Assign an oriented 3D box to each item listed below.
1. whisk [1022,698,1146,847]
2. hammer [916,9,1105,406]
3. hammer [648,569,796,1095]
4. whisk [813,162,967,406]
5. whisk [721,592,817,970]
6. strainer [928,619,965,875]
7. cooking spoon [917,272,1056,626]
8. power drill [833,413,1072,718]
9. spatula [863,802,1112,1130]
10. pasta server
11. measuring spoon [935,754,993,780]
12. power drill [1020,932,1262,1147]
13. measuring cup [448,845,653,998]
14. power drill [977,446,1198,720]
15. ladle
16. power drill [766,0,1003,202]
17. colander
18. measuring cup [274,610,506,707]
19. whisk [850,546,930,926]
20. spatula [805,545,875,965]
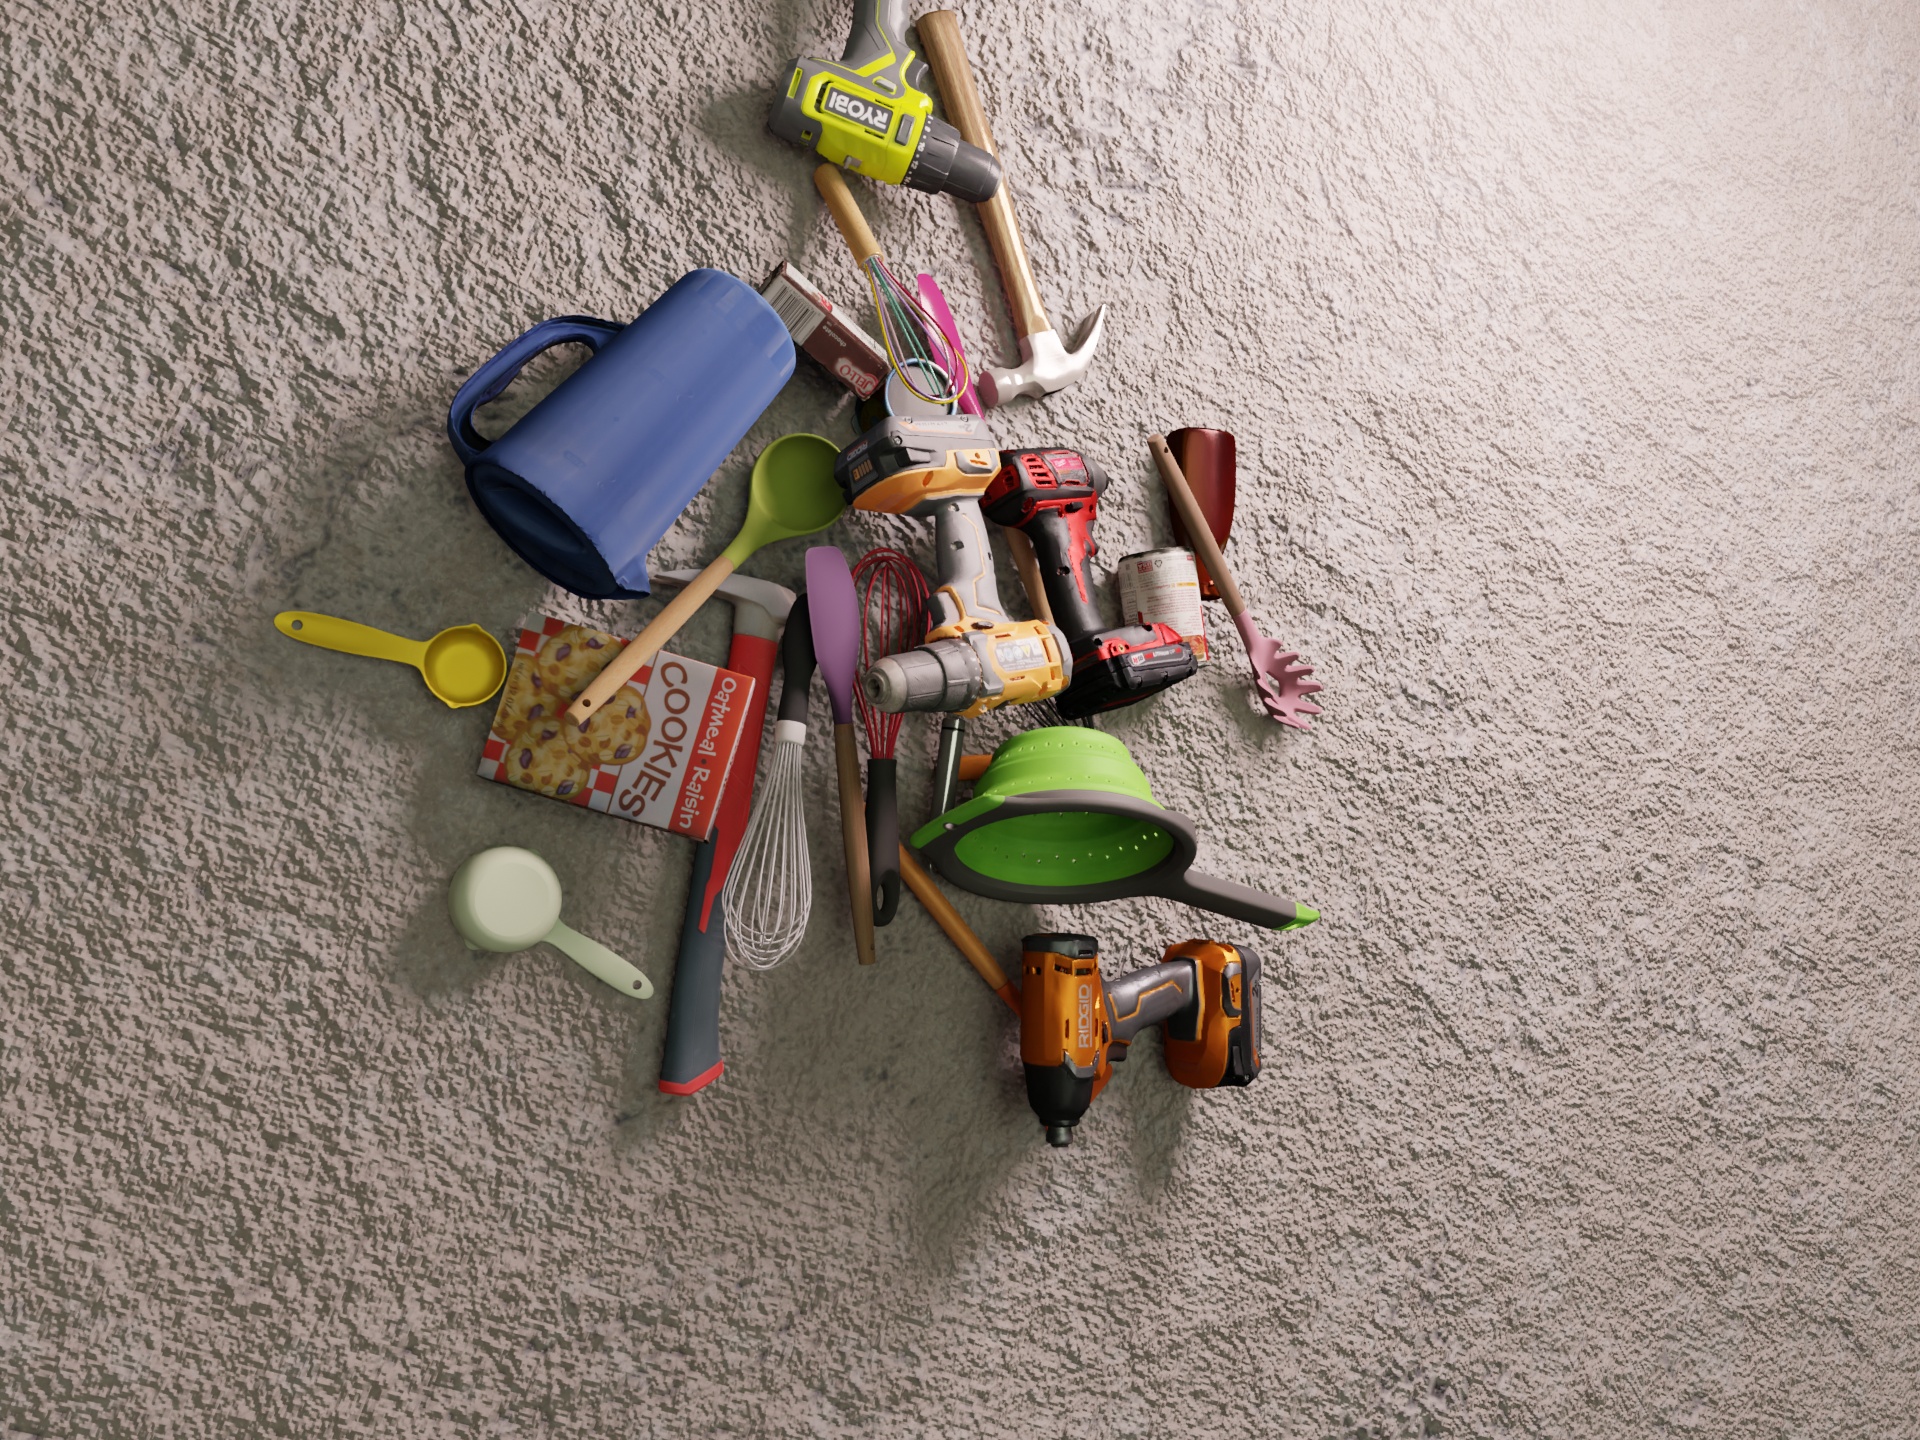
[{"bbox_3d":[0.114,0.033,1.338,0.055,0.055,0.238,-40,107,-24],"label":"whisk"},{"bbox_3d":[0.032,-0.437,1.348,0.130,0.031,0.331,-19,93,-26],"label":"hammer"},{"bbox_3d":[-0.192,0.081,1.185,0.143,0.038,0.386,13,80,-23],"label":"hammer"},{"bbox_3d":[-0.058,-0.343,1.248,0.047,0.051,0.245,-29,69,10],"label":"whisk"},{"bbox_3d":[-0.131,0.041,1.169,0.070,0.070,0.285,13,74,-24],"label":"whisk"},{"bbox_3d":[-0.002,-0.004,1.275,0.086,0.050,0.258,16,80,-58],"label":"strainer"},{"bbox_3d":[0.024,-0.217,1.319,0.319,0.017,0.069,70,21,-9],"label":"cooking spoon"},{"bbox_3d":[-0.021,-0.110,1.189,0.185,0.084,0.226,-12,80,-43],"label":"power drill"},{"bbox_3d":[0.014,0.195,1.284,0.081,0.041,0.322,-42,99,-25],"label":"spatula"},{"bbox_3d":[0.235,-0.115,1.368,0.060,0.040,0.316,-52,126,-30],"label":"pasta server"},{"bbox_3d":[0.033,0.038,1.313,0.117,0.011,0.021,-2,86,-26],"label":"measuring spoon"},{"bbox_3d":[0.142,0.254,1.287,0.226,0.084,0.164,6,82,-37],"label":"power drill"},{"bbox_3d":[-0.284,0.152,1.132,0.167,0.038,0.083,37,71,-16],"label":"measuring cup"},{"bbox_3d":[0.102,-0.120,1.295,0.143,0.078,0.220,-13,79,-49],"label":"power drill"},{"bbox_3d":[-0.181,-0.105,1.151,0.078,0.062,0.320,41,50,-5],"label":"ladle"},{"bbox_3d":[-0.033,-0.542,1.281,0.190,0.080,0.228,18,86,-13],"label":"power drill"},{"bbox_3d":[0.144,0.090,1.288,0.396,0.204,0.095,19,57,-33],"label":"colander"},{"bbox_3d":[-0.396,-0.049,1.111,0.156,0.029,0.062,15,79,-12],"label":"measuring cup"},{"bbox_3d":[-0.062,0.011,1.237,0.073,0.073,0.296,3,84,-26],"label":"whisk"},{"bbox_3d":[-0.084,0.027,1.193,0.059,0.018,0.316,-11,97,-56],"label":"spatula"}]
